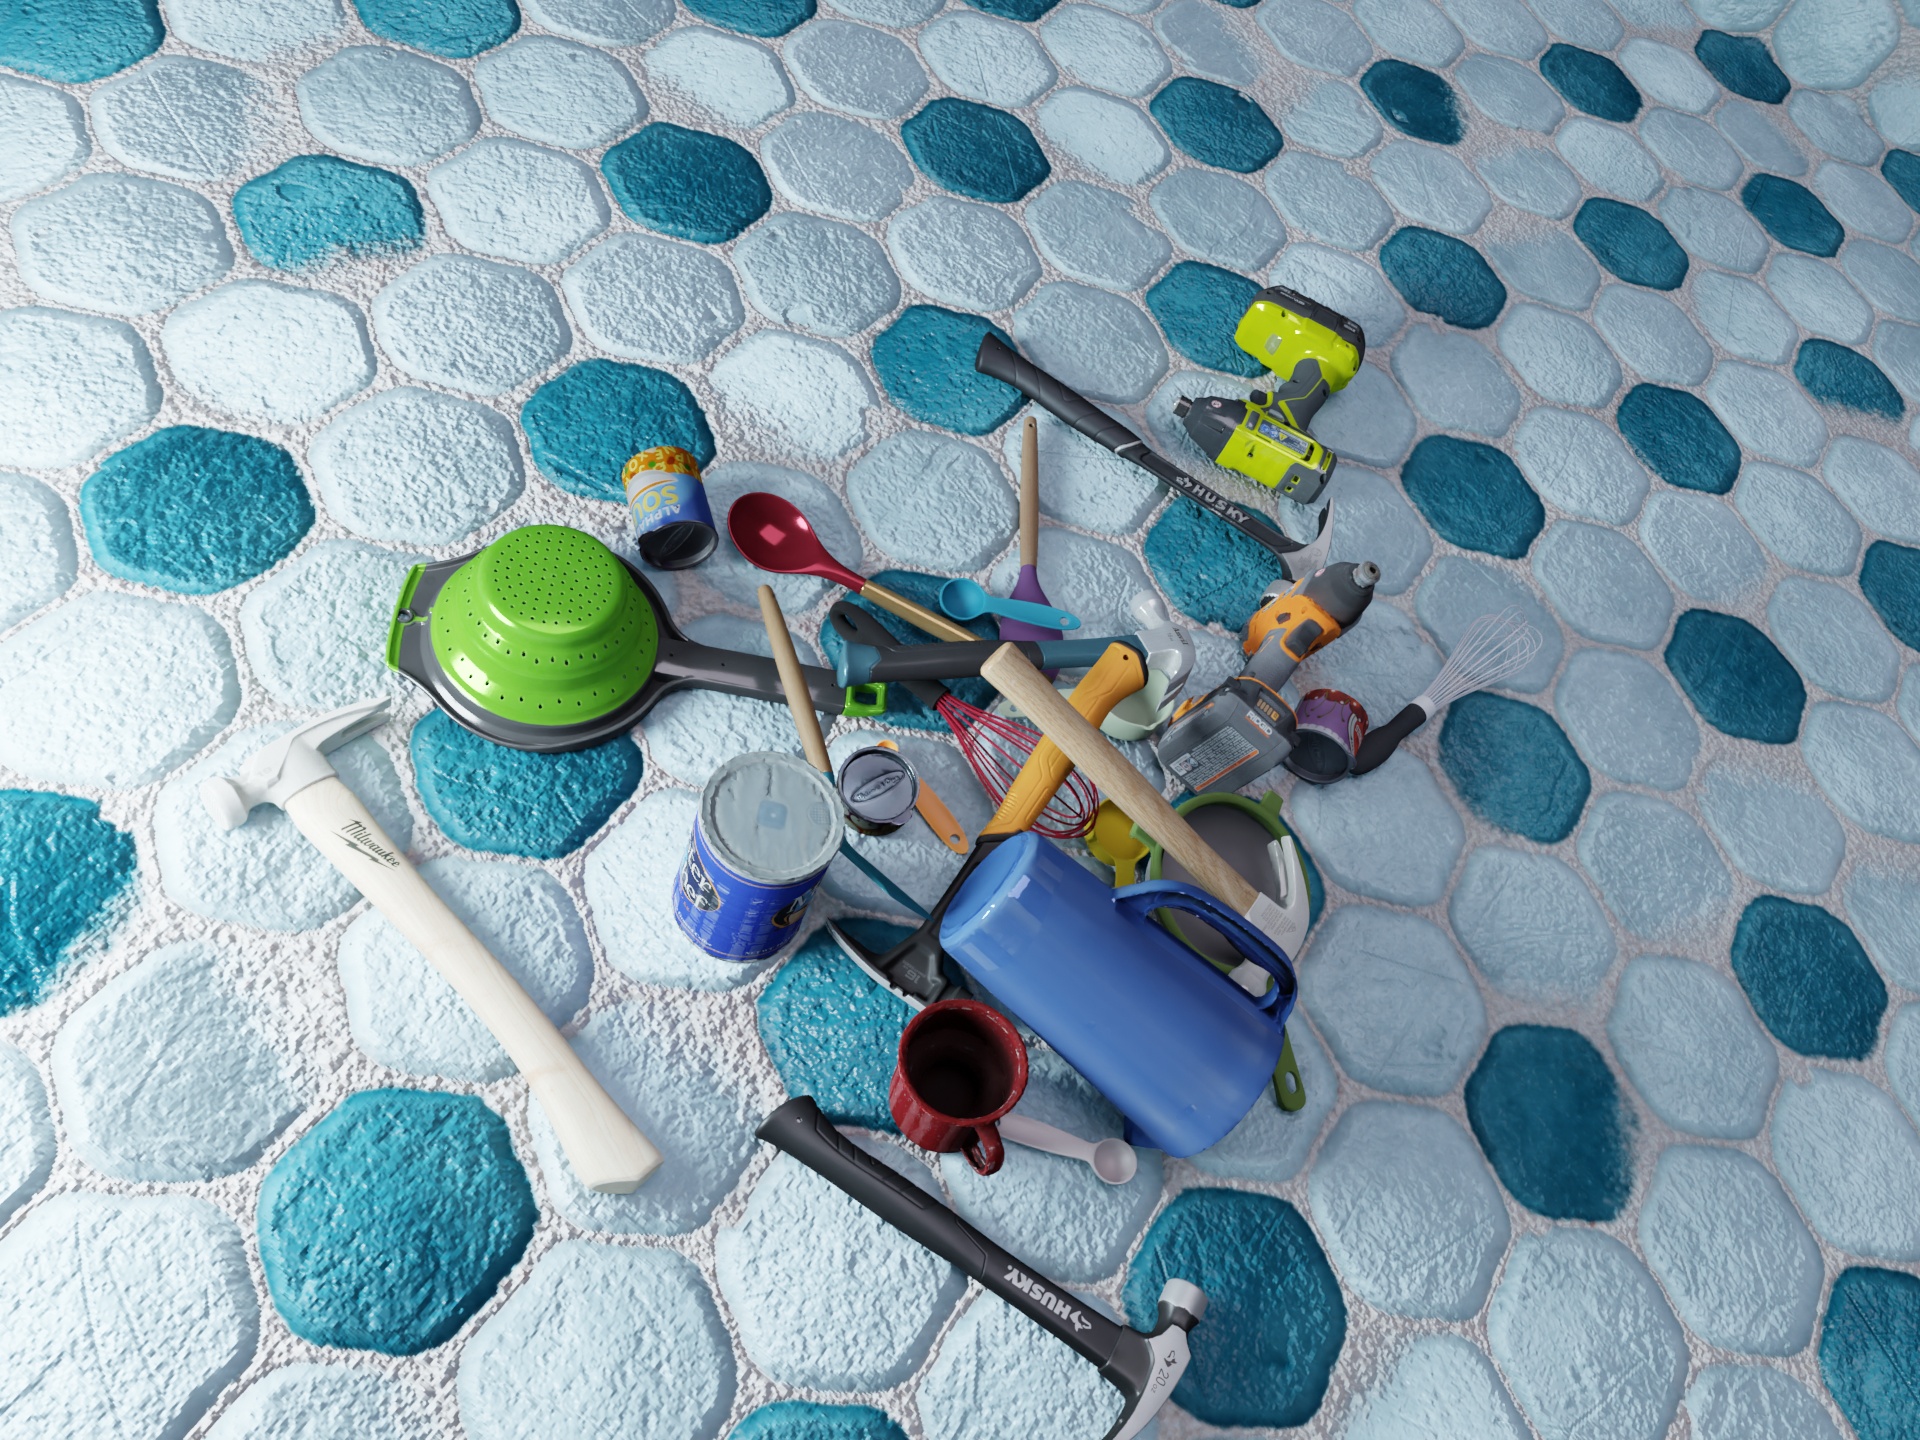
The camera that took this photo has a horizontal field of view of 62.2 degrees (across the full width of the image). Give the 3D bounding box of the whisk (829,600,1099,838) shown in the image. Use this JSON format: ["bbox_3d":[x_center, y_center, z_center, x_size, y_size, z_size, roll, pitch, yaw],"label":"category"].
[{"bbox_3d":[-0.002,-0.004,1.323,0.296,0.073,0.073,41,54,15],"label":"whisk"}]

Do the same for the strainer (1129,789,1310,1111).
[{"bbox_3d":[0.218,0.188,1.281,0.151,0.069,0.256,-10,80,-29],"label":"strainer"}]

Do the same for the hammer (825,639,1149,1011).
[{"bbox_3d":[0.037,0.068,1.238,0.127,0.034,0.337,35,73,5],"label":"hammer"}]

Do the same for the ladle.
[{"bbox_3d":[-0.061,-0.105,1.380,0.315,0.031,0.069,28,67,0],"label":"ladle"}]

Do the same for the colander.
[{"bbox_3d":[-0.242,-0.070,1.255,0.397,0.094,0.205,10,55,-13],"label":"colander"}]

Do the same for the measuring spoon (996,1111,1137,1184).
[{"bbox_3d":[0.069,0.312,1.170,0.124,0.018,0.034,19,55,1],"label":"measuring spoon"}]

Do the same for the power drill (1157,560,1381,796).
[{"bbox_3d":[0.278,-0.047,1.384,0.084,0.164,0.226,42,56,-4],"label":"power drill"}]

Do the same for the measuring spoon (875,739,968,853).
[{"bbox_3d":[-0.032,0.064,1.298,0.021,0.011,0.117,-34,77,-22],"label":"measuring spoon"}]

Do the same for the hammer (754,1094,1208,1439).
[{"bbox_3d":[0.002,0.368,1.094,0.335,0.035,0.146,33,53,4],"label":"hammer"}]

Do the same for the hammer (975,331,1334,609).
[{"bbox_3d":[0.186,-0.262,1.565,0.409,0.036,0.149,35,60,6],"label":"hammer"}]

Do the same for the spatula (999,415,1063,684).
[{"bbox_3d":[0.066,-0.160,1.472,0.059,0.018,0.316,7,57,-10],"label":"spatula"}]

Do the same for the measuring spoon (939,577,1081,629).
[{"bbox_3d":[0.043,-0.095,1.412,0.128,0.021,0.042,12,64,-5],"label":"measuring spoon"}]

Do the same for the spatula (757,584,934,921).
[{"bbox_3d":[-0.101,0.017,1.216,0.044,0.082,0.318,-28,61,12],"label":"spatula"}]

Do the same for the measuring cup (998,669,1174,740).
[{"bbox_3d":[0.105,-0.012,1.378,0.167,0.038,0.083,-8,61,-22],"label":"measuring cup"}]

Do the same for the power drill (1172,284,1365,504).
[{"bbox_3d":[0.323,-0.343,1.649,0.171,0.080,0.223,28,56,-1],"label":"power drill"}]

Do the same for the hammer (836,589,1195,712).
[{"bbox_3d":[0.051,-0.054,1.331,0.331,0.033,0.128,-4,45,-25],"label":"hammer"}]

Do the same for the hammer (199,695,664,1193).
[{"bbox_3d":[-0.344,0.157,1.108,0.411,0.038,0.146,45,54,12],"label":"hammer"}]

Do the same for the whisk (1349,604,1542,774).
[{"bbox_3d":[0.454,-0.027,1.502,0.284,0.070,0.070,-34,74,-29],"label":"whisk"}]

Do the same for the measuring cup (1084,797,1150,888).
[{"bbox_3d":[0.129,0.139,1.301,0.062,0.029,0.157,9,67,-20],"label":"measuring cup"}]

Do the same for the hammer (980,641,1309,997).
[{"bbox_3d":[0.144,0.064,1.226,0.331,0.031,0.130,45,60,-6],"label":"hammer"}]
